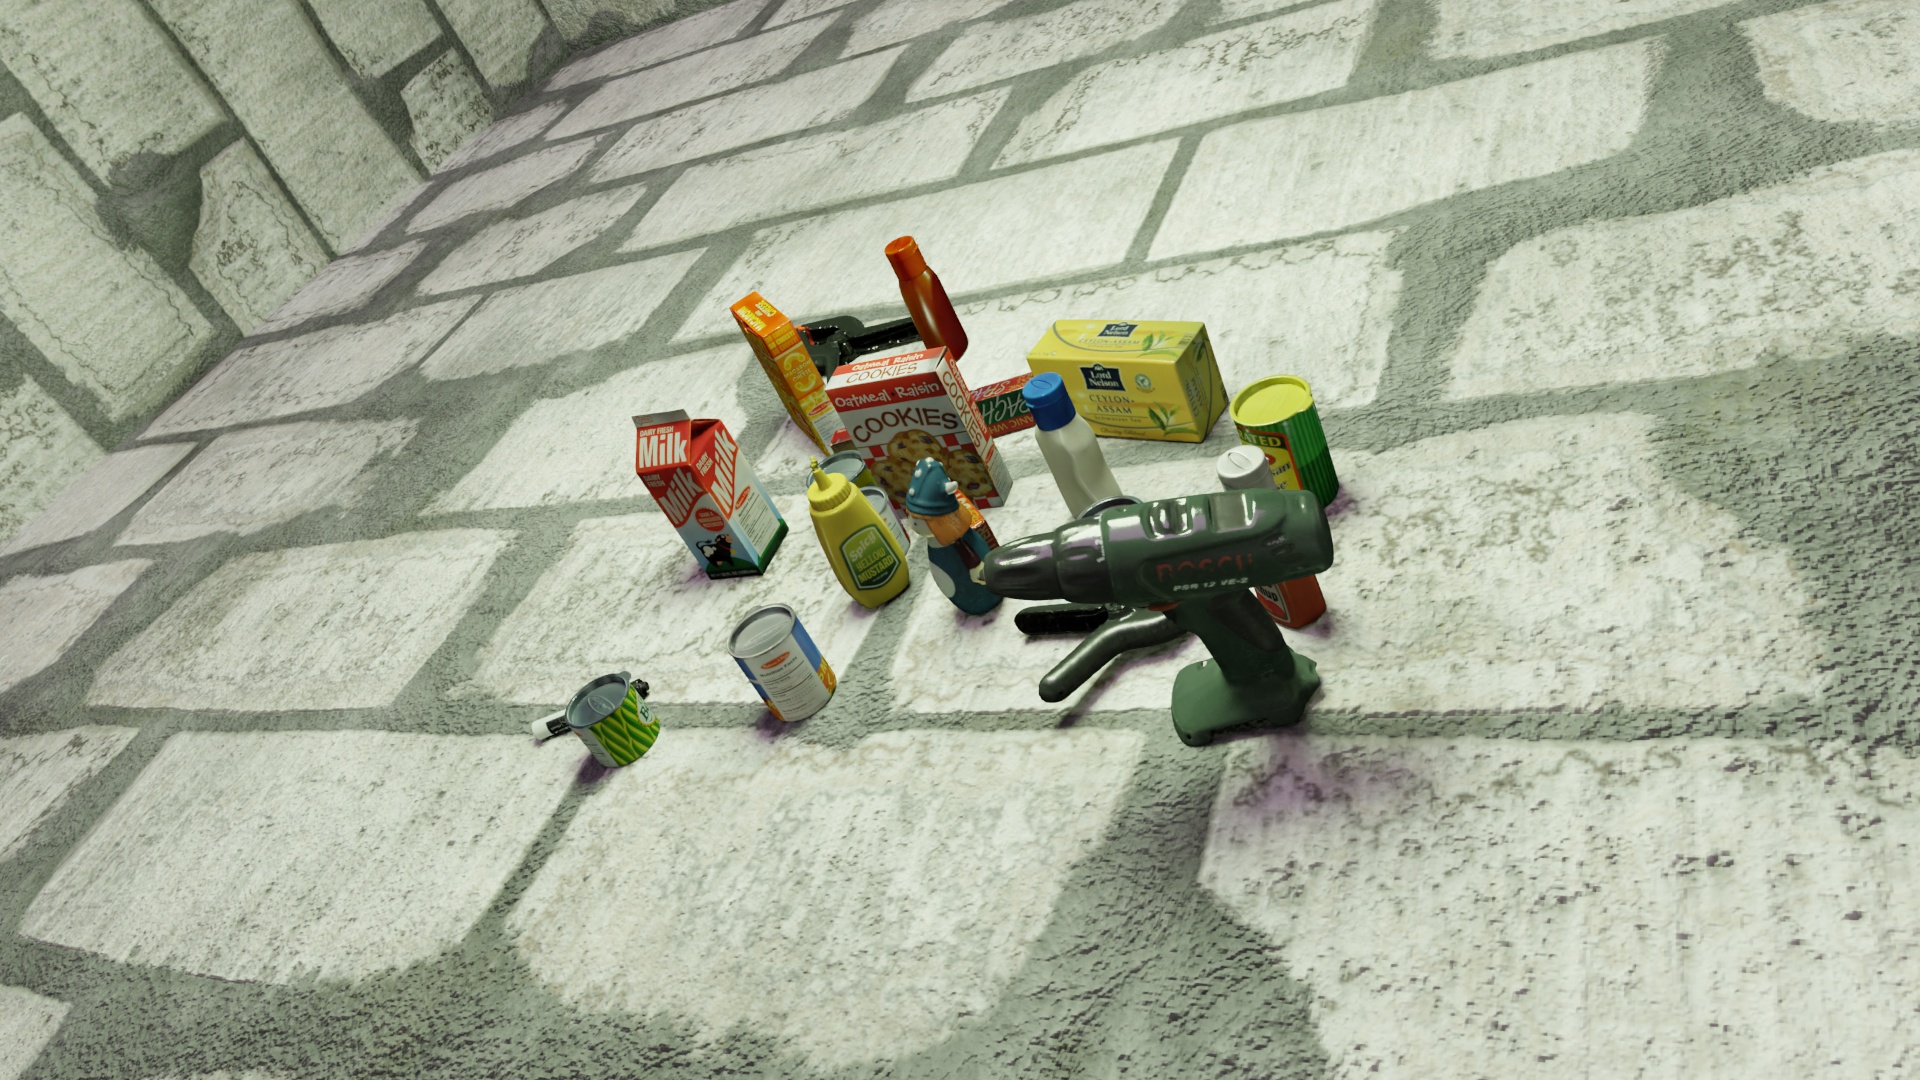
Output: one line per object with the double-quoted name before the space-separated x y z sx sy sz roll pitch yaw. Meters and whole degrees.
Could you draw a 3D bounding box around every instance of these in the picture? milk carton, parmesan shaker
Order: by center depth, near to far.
"parmesan shaker" 0.270 -0.076 1.143 0.071 0.102 0.072 -18 35 14
"milk carton" -0.257 -0.055 1.397 0.072 0.189 0.074 -6 40 29

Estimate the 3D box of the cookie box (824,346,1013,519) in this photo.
"cookie box" -0.038 -0.100 1.328 0.123 0.166 0.040 -7 39 28

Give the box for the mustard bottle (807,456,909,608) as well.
"mustard bottle" -0.102 -0.011 1.262 0.065 0.159 0.049 -35 35 -11

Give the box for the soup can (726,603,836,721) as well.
"soup can" -0.156 0.105 1.214 0.071 0.083 0.072 -18 35 14

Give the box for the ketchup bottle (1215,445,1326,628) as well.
"ketchup bottle" 0.229 -0.004 1.037 0.043 0.148 0.065 -32 34 -6

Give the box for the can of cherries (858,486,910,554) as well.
"can of cherries" -0.090 -0.010 1.343 0.071 0.058 0.072 -18 35 14

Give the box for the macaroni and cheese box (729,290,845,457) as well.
"macaroni and cheese box" -0.186 -0.183 1.539 0.040 0.165 0.124 -34 35 -9

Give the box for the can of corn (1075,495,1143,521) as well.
"can of corn" 0.137 0.005 1.168 0.071 0.058 0.071 -18 35 14

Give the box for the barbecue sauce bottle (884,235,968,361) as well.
"barbecue sauce bottle" -0.039 -0.273 1.571 0.043 0.148 0.065 -11 38 24

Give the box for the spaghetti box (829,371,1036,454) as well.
"spaghetti box" -0.013 -0.121 1.442 0.250 0.050 0.029 -15 36 18

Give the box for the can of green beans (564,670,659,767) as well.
"can of green beans" -0.317 0.165 1.270 0.071 0.057 0.071 -18 35 14

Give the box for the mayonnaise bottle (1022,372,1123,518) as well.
"mayonnaise bottle" 0.098 -0.080 1.226 0.041 0.147 0.065 -40 36 -17

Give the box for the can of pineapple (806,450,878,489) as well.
"can of pineapple" -0.116 -0.048 1.410 0.071 0.057 0.071 -18 35 14

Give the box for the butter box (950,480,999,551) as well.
"butter box" 0.005 -0.016 1.291 0.024 0.053 0.104 -32 34 -6
